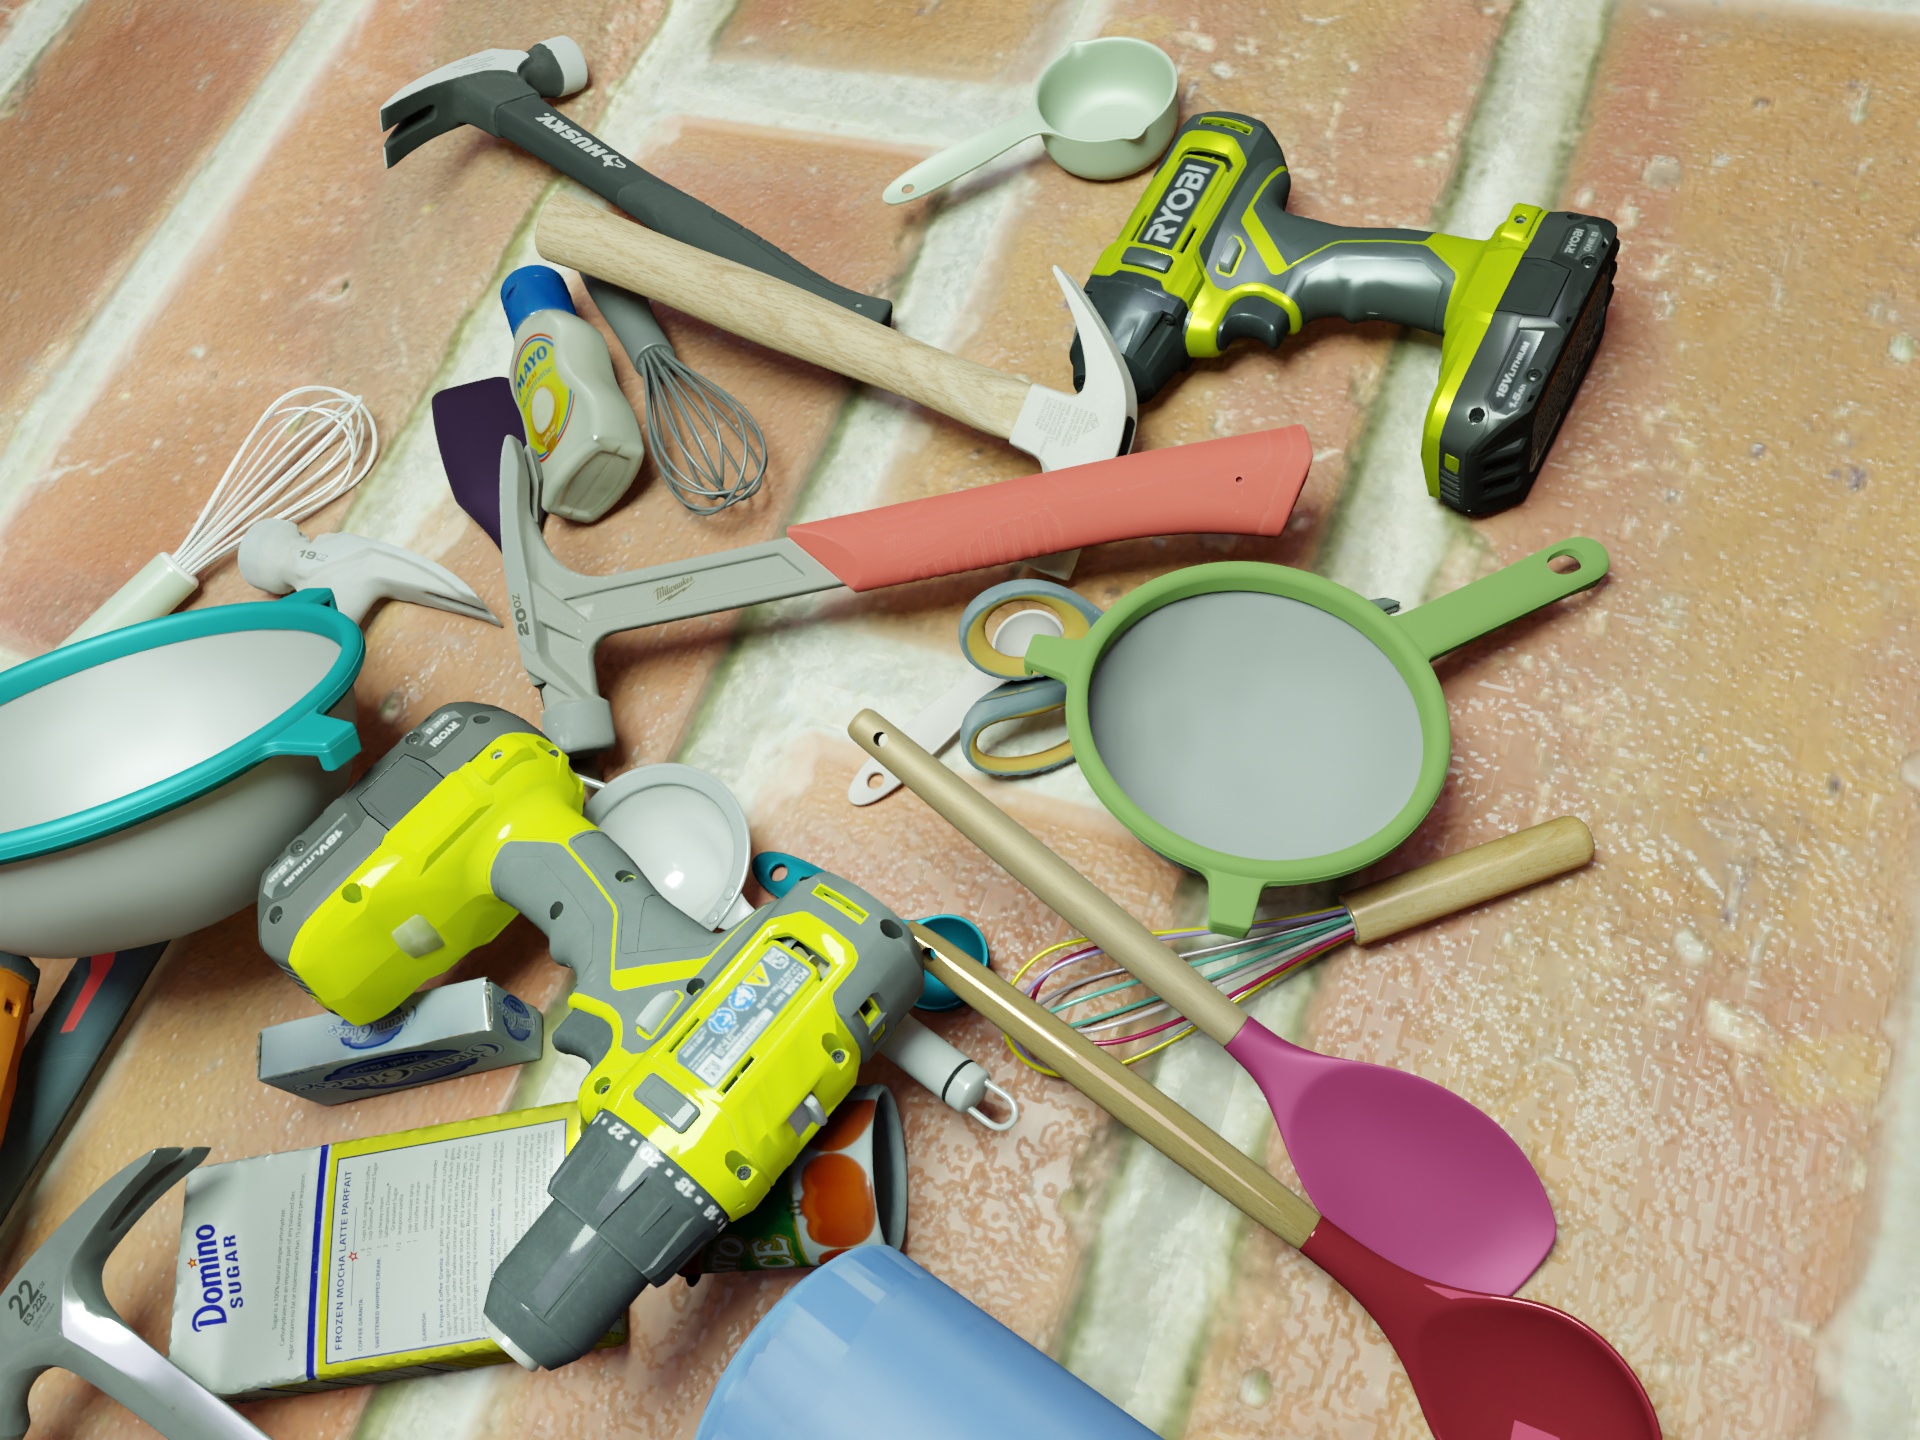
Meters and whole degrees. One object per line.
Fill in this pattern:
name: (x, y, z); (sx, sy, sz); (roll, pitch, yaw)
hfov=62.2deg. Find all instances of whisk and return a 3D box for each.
whisk: (0.132, 0.082, 0.628); (0.245, 0.051, 0.047); (-19, 55, -1)
whisk: (-0.404, -0.085, 0.835); (0.246, 0.057, 0.059); (-46, 29, -9)
whisk: (-0.159, -0.191, 0.830); (0.055, 0.055, 0.239); (-30, 57, -3)

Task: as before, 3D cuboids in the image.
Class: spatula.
spatula: (-0.209, -0.058, 0.788); (0.060, 0.018, 0.316); (-16, 60, -11)

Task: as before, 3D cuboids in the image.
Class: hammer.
hammer: (-0.068, -0.190, 0.769); (0.331, 0.031, 0.130); (26, 99, 17)
hammer: (-0.027, -0.087, 0.704); (0.359, 0.036, 0.149); (-11, 84, 8)
hammer: (-0.168, -0.278, 0.863); (0.335, 0.035, 0.146); (36, 51, 21)
hammer: (-0.187, 0.302, 0.560); (0.406, 0.035, 0.144); (27, 83, 16)
hammer: (-0.360, 0.082, 0.740); (0.143, 0.038, 0.386); (15, 68, 18)

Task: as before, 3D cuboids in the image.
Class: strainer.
strainer: (-0.077, 0.094, 0.658); (0.259, 0.050, 0.087); (31, 81, 28)
strainer: (0.162, -0.008, 0.663); (0.256, 0.069, 0.152); (-24, 59, -18)
strainer: (-0.400, 0.057, 0.651); (0.340, 0.095, 0.211); (-21, 29, -15)

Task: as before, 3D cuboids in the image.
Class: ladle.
ladle: (0.102, 0.168, 0.570); (0.315, 0.031, 0.069); (35, 95, 15)

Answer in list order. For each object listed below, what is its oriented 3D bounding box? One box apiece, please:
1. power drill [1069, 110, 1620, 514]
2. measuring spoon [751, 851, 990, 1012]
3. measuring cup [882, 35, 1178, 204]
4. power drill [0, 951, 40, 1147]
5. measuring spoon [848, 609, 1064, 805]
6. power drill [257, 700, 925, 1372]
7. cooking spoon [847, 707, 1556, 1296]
power drill: (0.169, -0.184, 0.738); (0.223, 0.080, 0.171); (23, 75, 25)
measuring spoon: (-0.039, 0.088, 0.681); (0.129, 0.021, 0.042); (24, 70, 32)
measuring cup: (0.038, -0.304, 0.848); (0.167, 0.038, 0.083); (-26, 61, 1)
power drill: (-0.496, 0.194, 0.661); (0.226, 0.084, 0.164); (-19, 54, 16)
measuring spoon: (-0.001, -0.002, 0.719); (0.124, 0.018, 0.034); (-41, 62, -2)
power drill: (-0.152, 0.106, 0.594); (0.229, 0.080, 0.190); (29, 64, 27)
cooking spoon: (0.082, 0.099, 0.592); (0.319, 0.017, 0.069); (39, 94, 7)
